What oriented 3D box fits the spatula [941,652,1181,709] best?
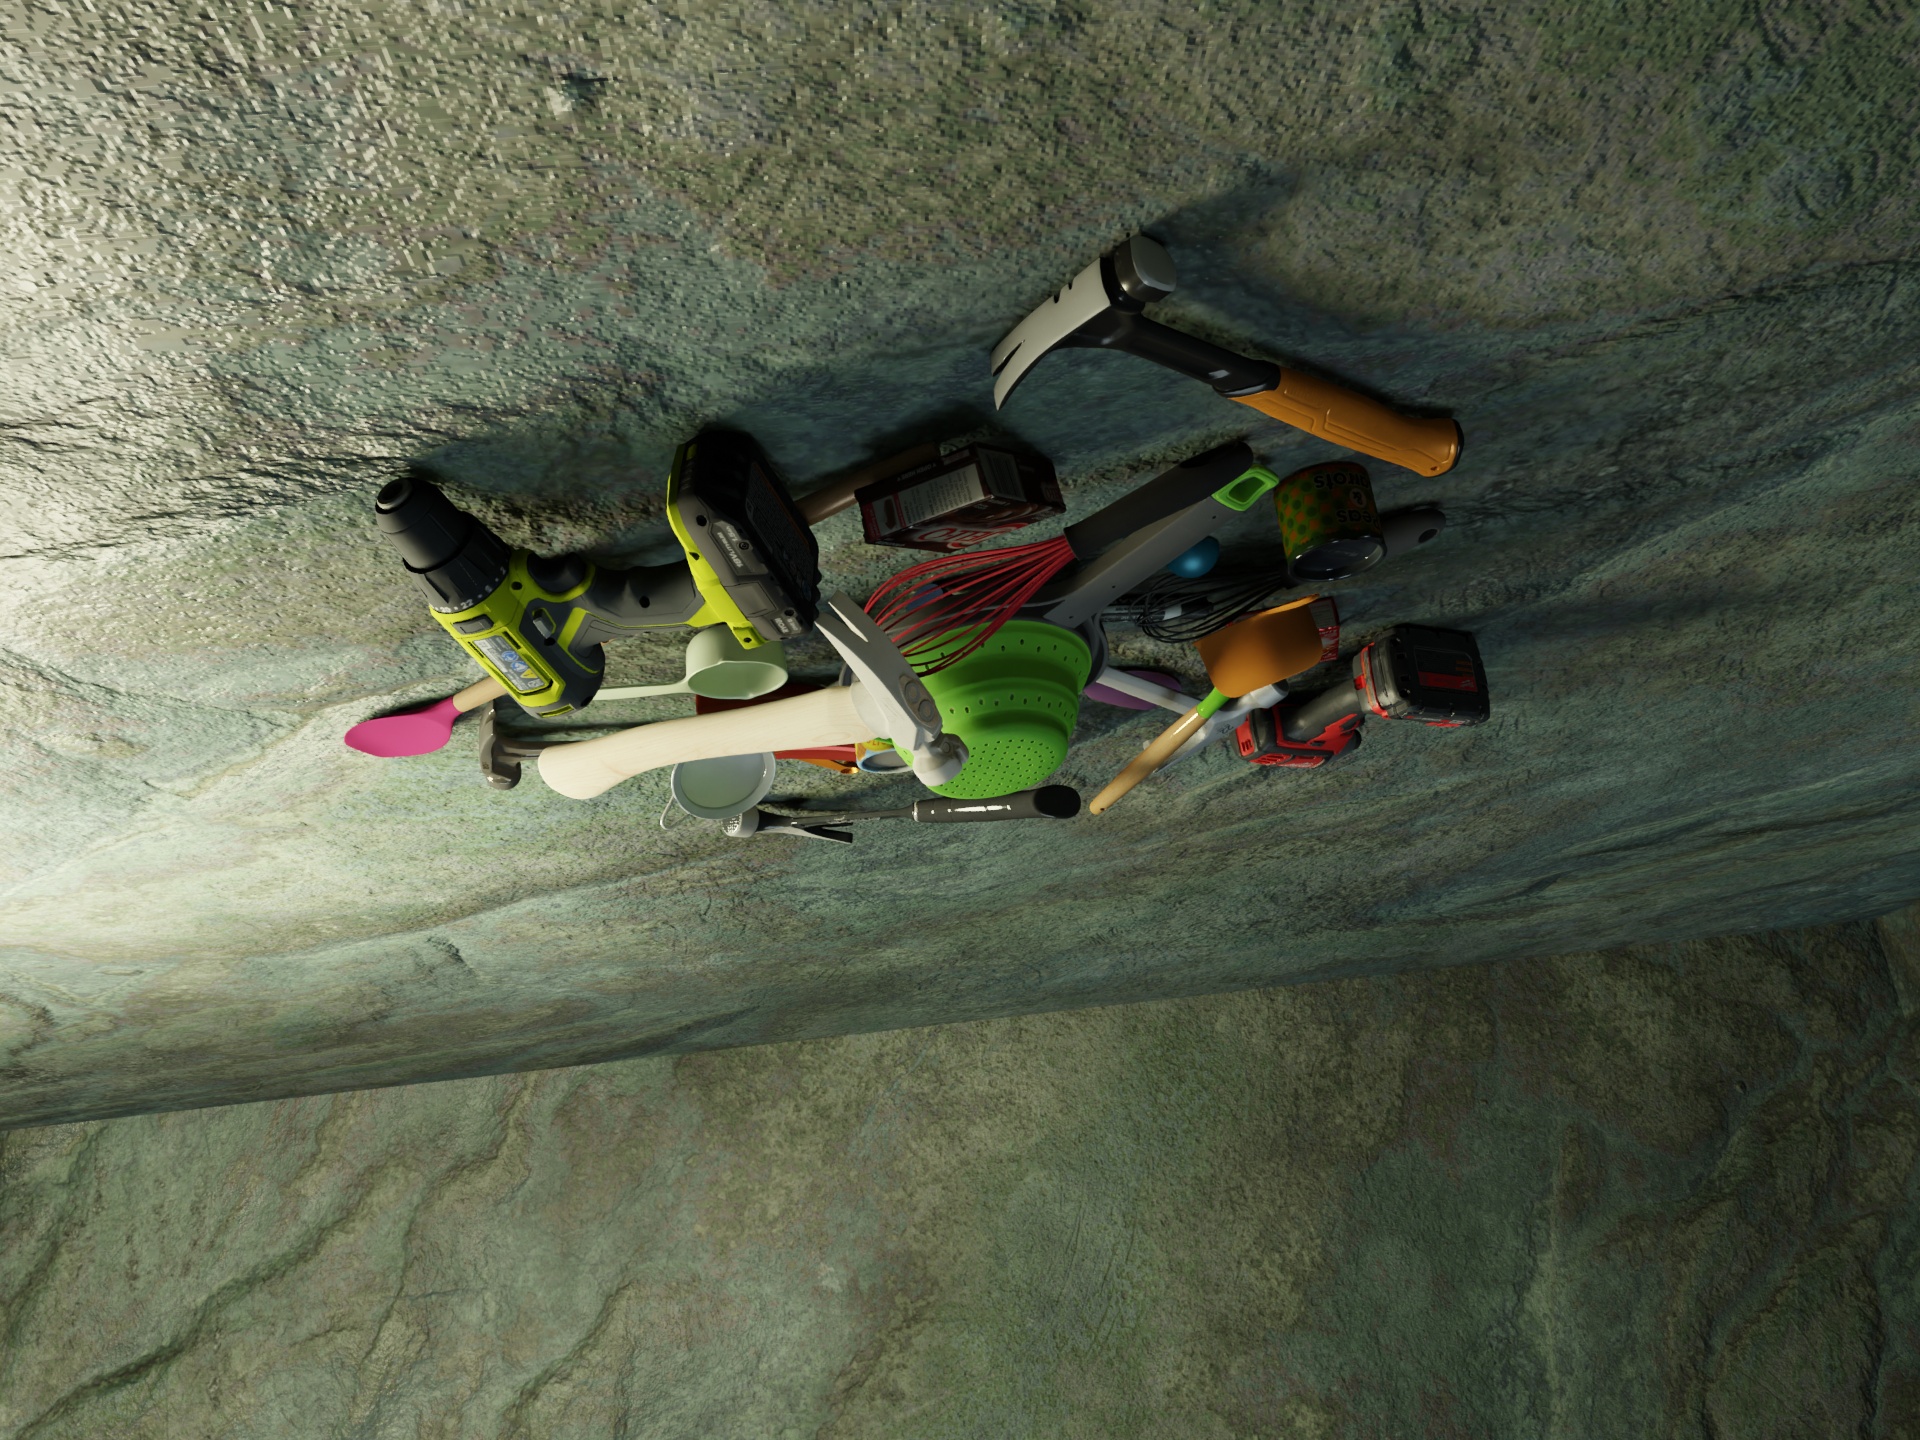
[{"bbox_3d":[0.077,-0.042,1.334,0.315,0.018,0.059,10,146,-42],"label":"spatula"}]

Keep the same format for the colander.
[{"bbox_3d":[0.072,-0.042,1.128,0.204,0.095,0.397,16,142,-42],"label":"colander"}]

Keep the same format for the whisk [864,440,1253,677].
[{"bbox_3d":[0.056,-0.107,1.039,0.296,0.073,0.073,-27,156,15],"label":"whisk"}]

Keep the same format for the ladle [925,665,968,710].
[{"bbox_3d":[-0.002,-0.004,1.327,0.078,0.062,0.320,-19,162,6],"label":"ladle"}]

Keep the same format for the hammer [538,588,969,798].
[{"bbox_3d":[-0.185,0.004,1.152,0.411,0.038,0.146,-10,127,41],"label":"hammer"}]

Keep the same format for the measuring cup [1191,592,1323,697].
[{"bbox_3d":[0.229,-0.055,1.134,0.095,0.052,0.173,-22,179,-9],"label":"measuring cup"}]

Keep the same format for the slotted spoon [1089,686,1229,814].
[{"bbox_3d":[0.190,0.004,1.345,0.070,0.031,0.313,12,145,-23],"label":"slotted spoon"}]

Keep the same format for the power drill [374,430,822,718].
[{"bbox_3d":[-0.218,-0.094,0.962,0.228,0.080,0.190,-13,140,16],"label":"power drill"}]

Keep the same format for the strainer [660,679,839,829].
[{"bbox_3d":[-0.135,0.003,1.267,0.258,0.050,0.086,-32,132,7],"label":"strainer"}]

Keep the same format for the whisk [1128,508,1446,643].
[{"bbox_3d":[0.237,-0.109,1.167,0.239,0.055,0.055,-19,158,18],"label":"whisk"}]

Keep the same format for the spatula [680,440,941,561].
[{"bbox_3d":[-0.152,-0.121,1.026,0.317,0.044,0.082,-21,156,23],"label":"spatula"}]

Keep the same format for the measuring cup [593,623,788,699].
[{"bbox_3d":[-0.215,-0.042,1.205,0.167,0.038,0.083,-6,161,3],"label":"measuring cup"}]

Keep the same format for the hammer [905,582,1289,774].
[{"bbox_3d":[0.105,-0.037,1.302,0.144,0.035,0.405,-38,145,30],"label":"hammer"}]

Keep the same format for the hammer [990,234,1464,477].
[{"bbox_3d":[0.176,-0.189,0.928,0.336,0.034,0.127,9,154,-38],"label":"hammer"}]

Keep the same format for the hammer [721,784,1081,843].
[{"bbox_3d":[-0.048,0.090,1.508,0.149,0.036,0.409,10,168,-43],"label":"hammer"}]

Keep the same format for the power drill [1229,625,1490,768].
[{"bbox_3d":[0.364,-0.009,1.449,0.143,0.079,0.219,5,160,-31],"label":"power drill"}]

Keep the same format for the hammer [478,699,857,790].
[{"bbox_3d":[-0.229,0.019,1.373,0.359,0.037,0.149,-1,160,-16],"label":"hammer"}]

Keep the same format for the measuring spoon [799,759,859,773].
[{"bbox_3d":[-0.136,0.032,1.485,0.021,0.011,0.116,-20,153,34],"label":"measuring spoon"}]

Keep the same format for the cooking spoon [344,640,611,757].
[{"bbox_3d":[-0.371,-0.022,1.231,0.319,0.017,0.068,-20,148,33],"label":"cooking spoon"}]

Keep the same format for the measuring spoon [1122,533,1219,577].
[{"bbox_3d":[0.137,-0.121,1.123,0.128,0.021,0.042,10,154,-43],"label":"measuring spoon"}]
